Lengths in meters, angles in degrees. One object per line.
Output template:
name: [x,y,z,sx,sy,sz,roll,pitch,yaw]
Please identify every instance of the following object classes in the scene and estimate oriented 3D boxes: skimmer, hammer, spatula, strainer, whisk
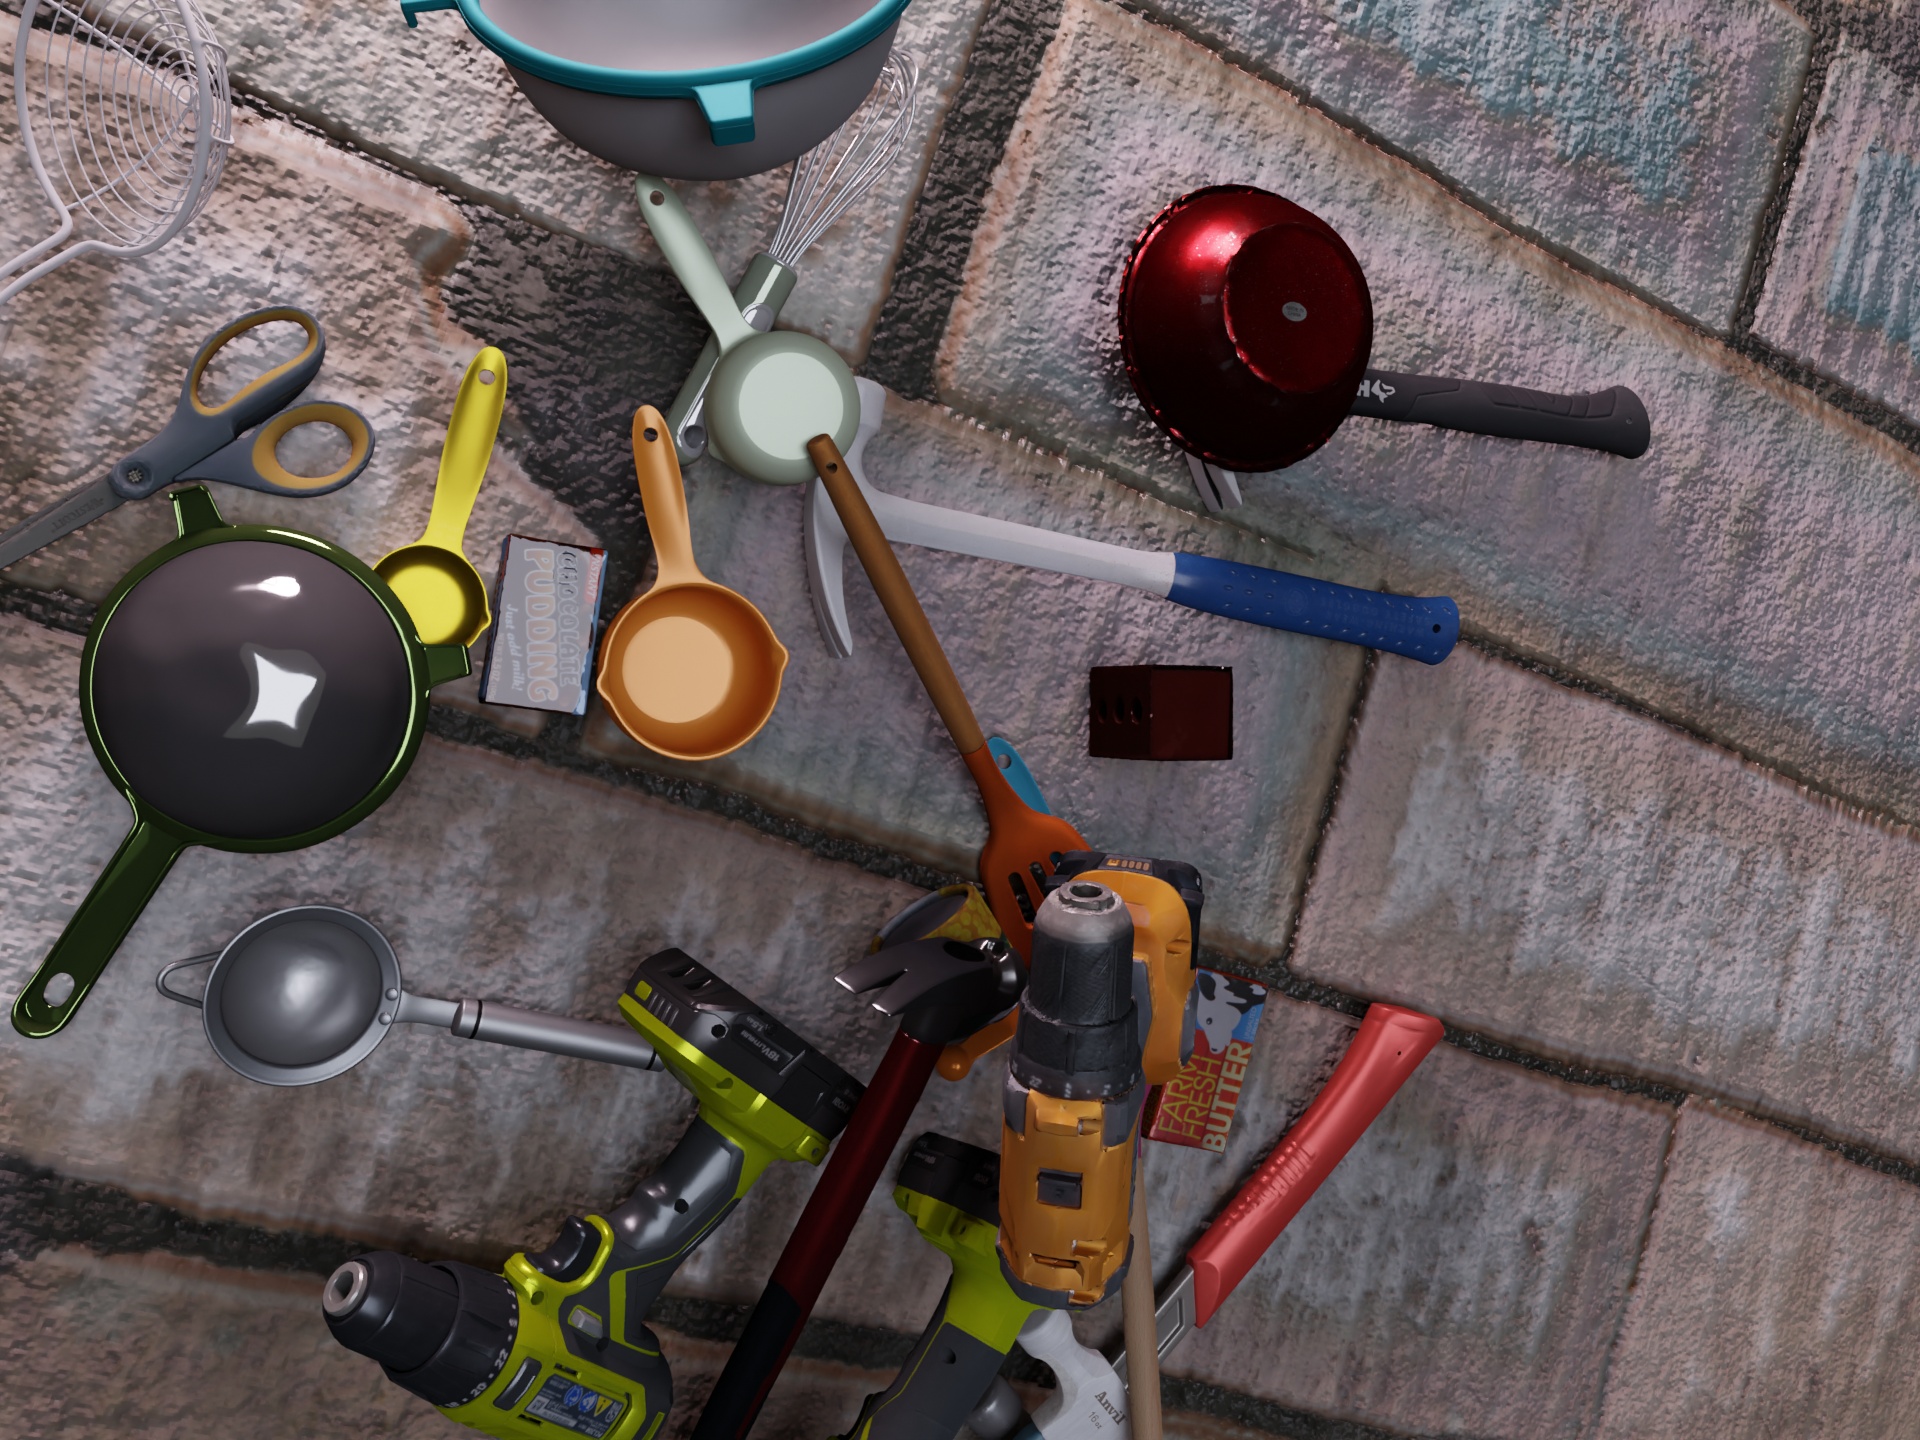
skimmer: [-0.445,-0.168,0.650,0.127,0.090,0.363,40,79,15]
hammer: [0.280,-0.188,0.960,0.334,0.035,0.146,3,90,-22]
hammer: [-0.089,0.278,0.759,0.038,0.143,0.386,30,99,24]
hammer: [0.166,0.311,0.929,0.359,0.037,0.149,-45,106,-14]
spatula: [-0.001,-0.003,0.823,0.081,0.041,0.322,-26,116,1]
strainer: [-0.246,0.142,0.763,0.258,0.050,0.087,17,91,-27]
strainer: [-0.087,-0.361,0.780,0.211,0.095,0.340,26,56,19]
strainer: [-0.344,0.032,0.694,0.151,0.069,0.256,33,86,-9]
whisk: [-0.089,-0.238,0.811,0.057,0.059,0.246,33,83,-47]
hammer: [-0.042,0.456,0.833,0.331,0.033,0.128,-39,104,-8]
hammer: [0.106,-0.078,0.895,0.405,0.035,0.144,9,88,-21]

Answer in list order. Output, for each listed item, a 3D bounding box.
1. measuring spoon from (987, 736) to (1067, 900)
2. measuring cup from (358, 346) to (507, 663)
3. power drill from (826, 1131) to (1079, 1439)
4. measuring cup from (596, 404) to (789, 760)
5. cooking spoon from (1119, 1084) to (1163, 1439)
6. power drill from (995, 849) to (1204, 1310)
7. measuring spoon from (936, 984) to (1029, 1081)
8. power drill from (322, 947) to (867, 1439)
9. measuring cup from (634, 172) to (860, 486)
measuring spoon: [0.047,0.066,0.889,0.042,0.021,0.128,-27,92,1]
measuring cup: [-0.245,-0.103,0.764,0.062,0.029,0.156,16,83,-21]
power drill: [-0.027,0.328,0.795,0.080,0.171,0.223,37,70,-18]
measuring cup: [-0.145,-0.066,0.790,0.095,0.052,0.173,-11,94,-21]
cooking spoon: [0.093,0.264,0.863,0.068,0.017,0.319,3,73,-17]
power drill: [0.065,0.132,0.746,0.084,0.226,0.185,5,109,12]
measuring spoon: [0.035,0.159,0.877,0.117,0.011,0.021,-35,72,-10]
power drill: [-0.166,0.228,0.750,0.228,0.080,0.190,-54,133,-13]
measuring cup: [-0.108,-0.191,0.769,0.083,0.038,0.167,-33,107,-9]
